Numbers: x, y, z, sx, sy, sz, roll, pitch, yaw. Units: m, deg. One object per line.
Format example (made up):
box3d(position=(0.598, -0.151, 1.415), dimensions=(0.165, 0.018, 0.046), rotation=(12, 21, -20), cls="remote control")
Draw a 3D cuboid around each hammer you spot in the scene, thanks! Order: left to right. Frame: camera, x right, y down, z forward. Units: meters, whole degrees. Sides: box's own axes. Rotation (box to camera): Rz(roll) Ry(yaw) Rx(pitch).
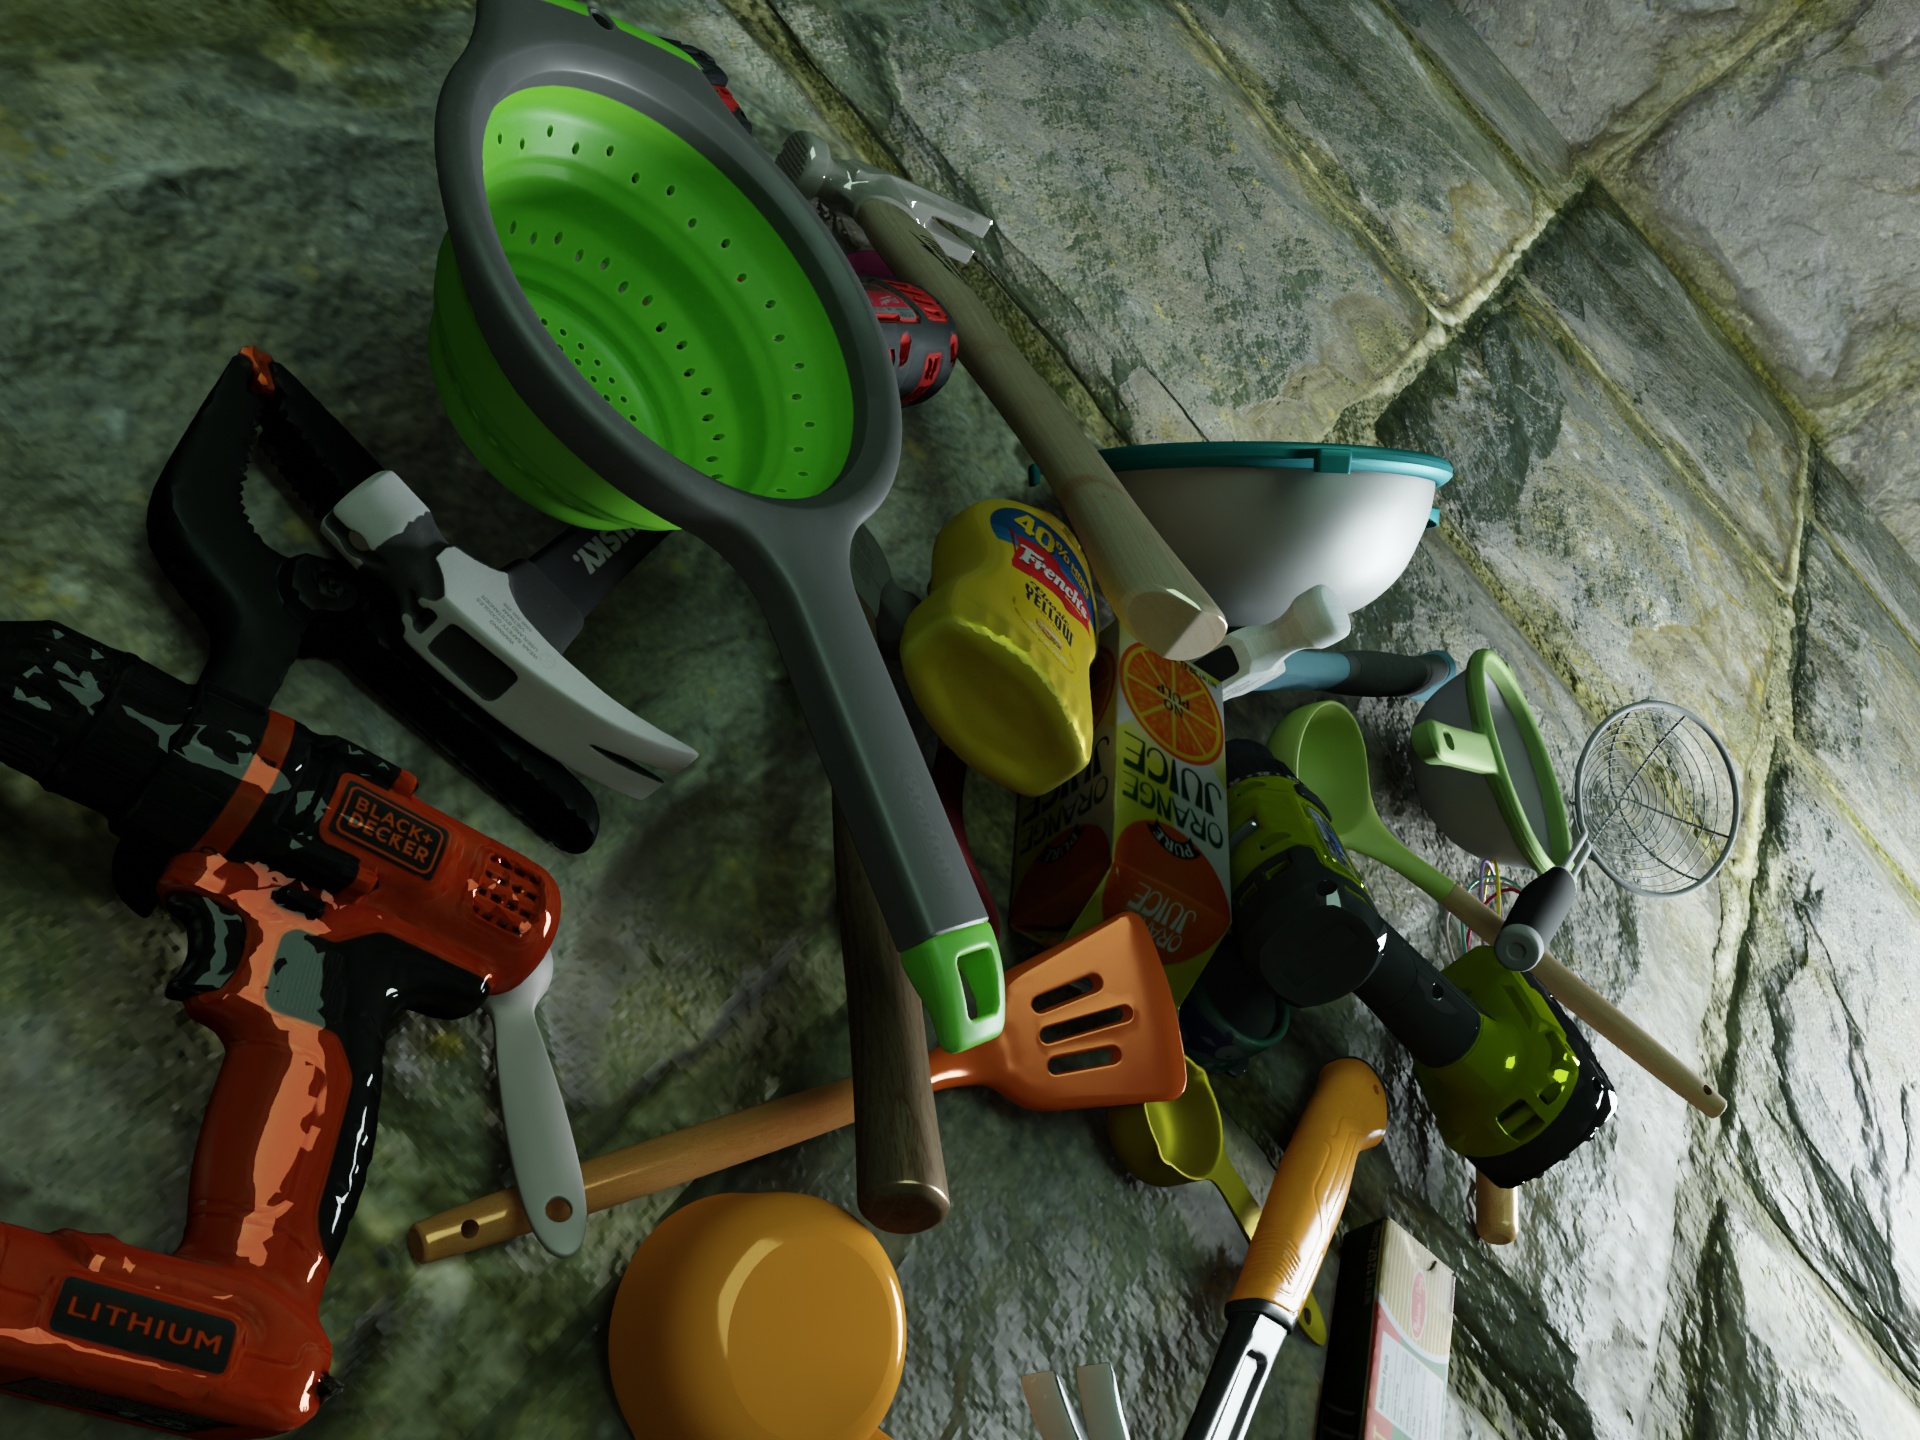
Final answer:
box3d(position=(-0.119, -0.097, 0.680), dimensions=(0.146, 0.035, 0.335), rotation=(48, 32, -13), cls="hammer")
box3d(position=(-0.037, 0.033, 0.614), dimensions=(0.129, 0.031, 0.332), rotation=(51, 22, -44), cls="hammer")
box3d(position=(0.031, -0.177, 0.832), dimensions=(0.146, 0.038, 0.411), rotation=(10, 38, -40), cls="hammer")
box3d(position=(0.124, 0.220, 0.646), dimensions=(0.127, 0.034, 0.337), rotation=(64, 29, -4), cls="hammer")
box3d(position=(0.224, -0.029, 0.938), dimensions=(0.331, 0.128, 0.033), rotation=(0, 65, -55), cls="hammer")

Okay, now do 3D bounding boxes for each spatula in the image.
box3d(position=(-0.040, 0.139, 0.578), dimensions=(0.322, 0.041, 0.081), rotation=(-8, 81, -43), cls="spatula")

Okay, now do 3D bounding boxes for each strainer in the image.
box3d(position=(0.206, -0.100, 0.946), dimensions=(0.340, 0.211, 0.095), rotation=(-1, 94, -51), cls="strainer")
box3d(position=(0.296, 0.030, 0.958), dimensions=(0.256, 0.069, 0.151), rotation=(10, 64, -56), cls="strainer")

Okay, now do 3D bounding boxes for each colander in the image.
box3d(position=(-0.093, -0.063, 0.565), dimensions=(0.204, 0.094, 0.397), rotation=(-6, 70, -55), cls="colander")

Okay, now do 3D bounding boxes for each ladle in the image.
box3d(position=(-0.001, -0.002, 0.752), dimensions=(0.069, 0.031, 0.316), rotation=(25, 42, -13), cls="ladle")
box3d(position=(0.298, 0.107, 0.883), dimensions=(0.320, 0.062, 0.078), rotation=(40, 53, 7), cls="ladle")

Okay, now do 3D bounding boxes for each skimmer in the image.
box3d(position=(0.381, 0.073, 0.909), dimensions=(0.363, 0.090, 0.127), rotation=(-19, 91, -59), cls="skimmer")

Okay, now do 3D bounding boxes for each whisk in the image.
box3d(position=(0.301, 0.179, 0.895), dimensions=(0.051, 0.047, 0.245), rotation=(26, 48, -11), cls="whisk")

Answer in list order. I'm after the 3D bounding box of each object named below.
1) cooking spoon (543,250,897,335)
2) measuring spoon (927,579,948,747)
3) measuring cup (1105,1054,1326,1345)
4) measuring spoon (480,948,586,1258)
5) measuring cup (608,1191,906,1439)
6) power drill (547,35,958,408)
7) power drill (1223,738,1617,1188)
box3d(position=(-0.099, -0.217, 0.835), dimensions=(0.069, 0.017, 0.319), rotation=(51, 37, 12), cls="cooking spoon")
box3d(position=(-0.006, -0.027, 0.752), dimensions=(0.021, 0.011, 0.117), rotation=(13, 43, -16), cls="measuring spoon")
box3d(position=(0.112, 0.215, 0.698), dimensions=(0.156, 0.029, 0.062), rotation=(58, 35, -10), cls="measuring cup")
box3d(position=(-0.138, 0.112, 0.511), dimensions=(0.034, 0.018, 0.124), rotation=(-1, 47, -31), cls="measuring spoon")
box3d(position=(-0.032, 0.223, 0.509), dimensions=(0.173, 0.052, 0.095), rotation=(47, 52, -13), cls="measuring cup")
box3d(position=(-0.112, -0.226, 0.740), dimensions=(0.220, 0.078, 0.143), rotation=(47, 34, 17), cls="power drill")
box3d(position=(0.209, 0.112, 0.799), dimensions=(0.228, 0.080, 0.191), rotation=(41, 17, -18), cls="power drill")
